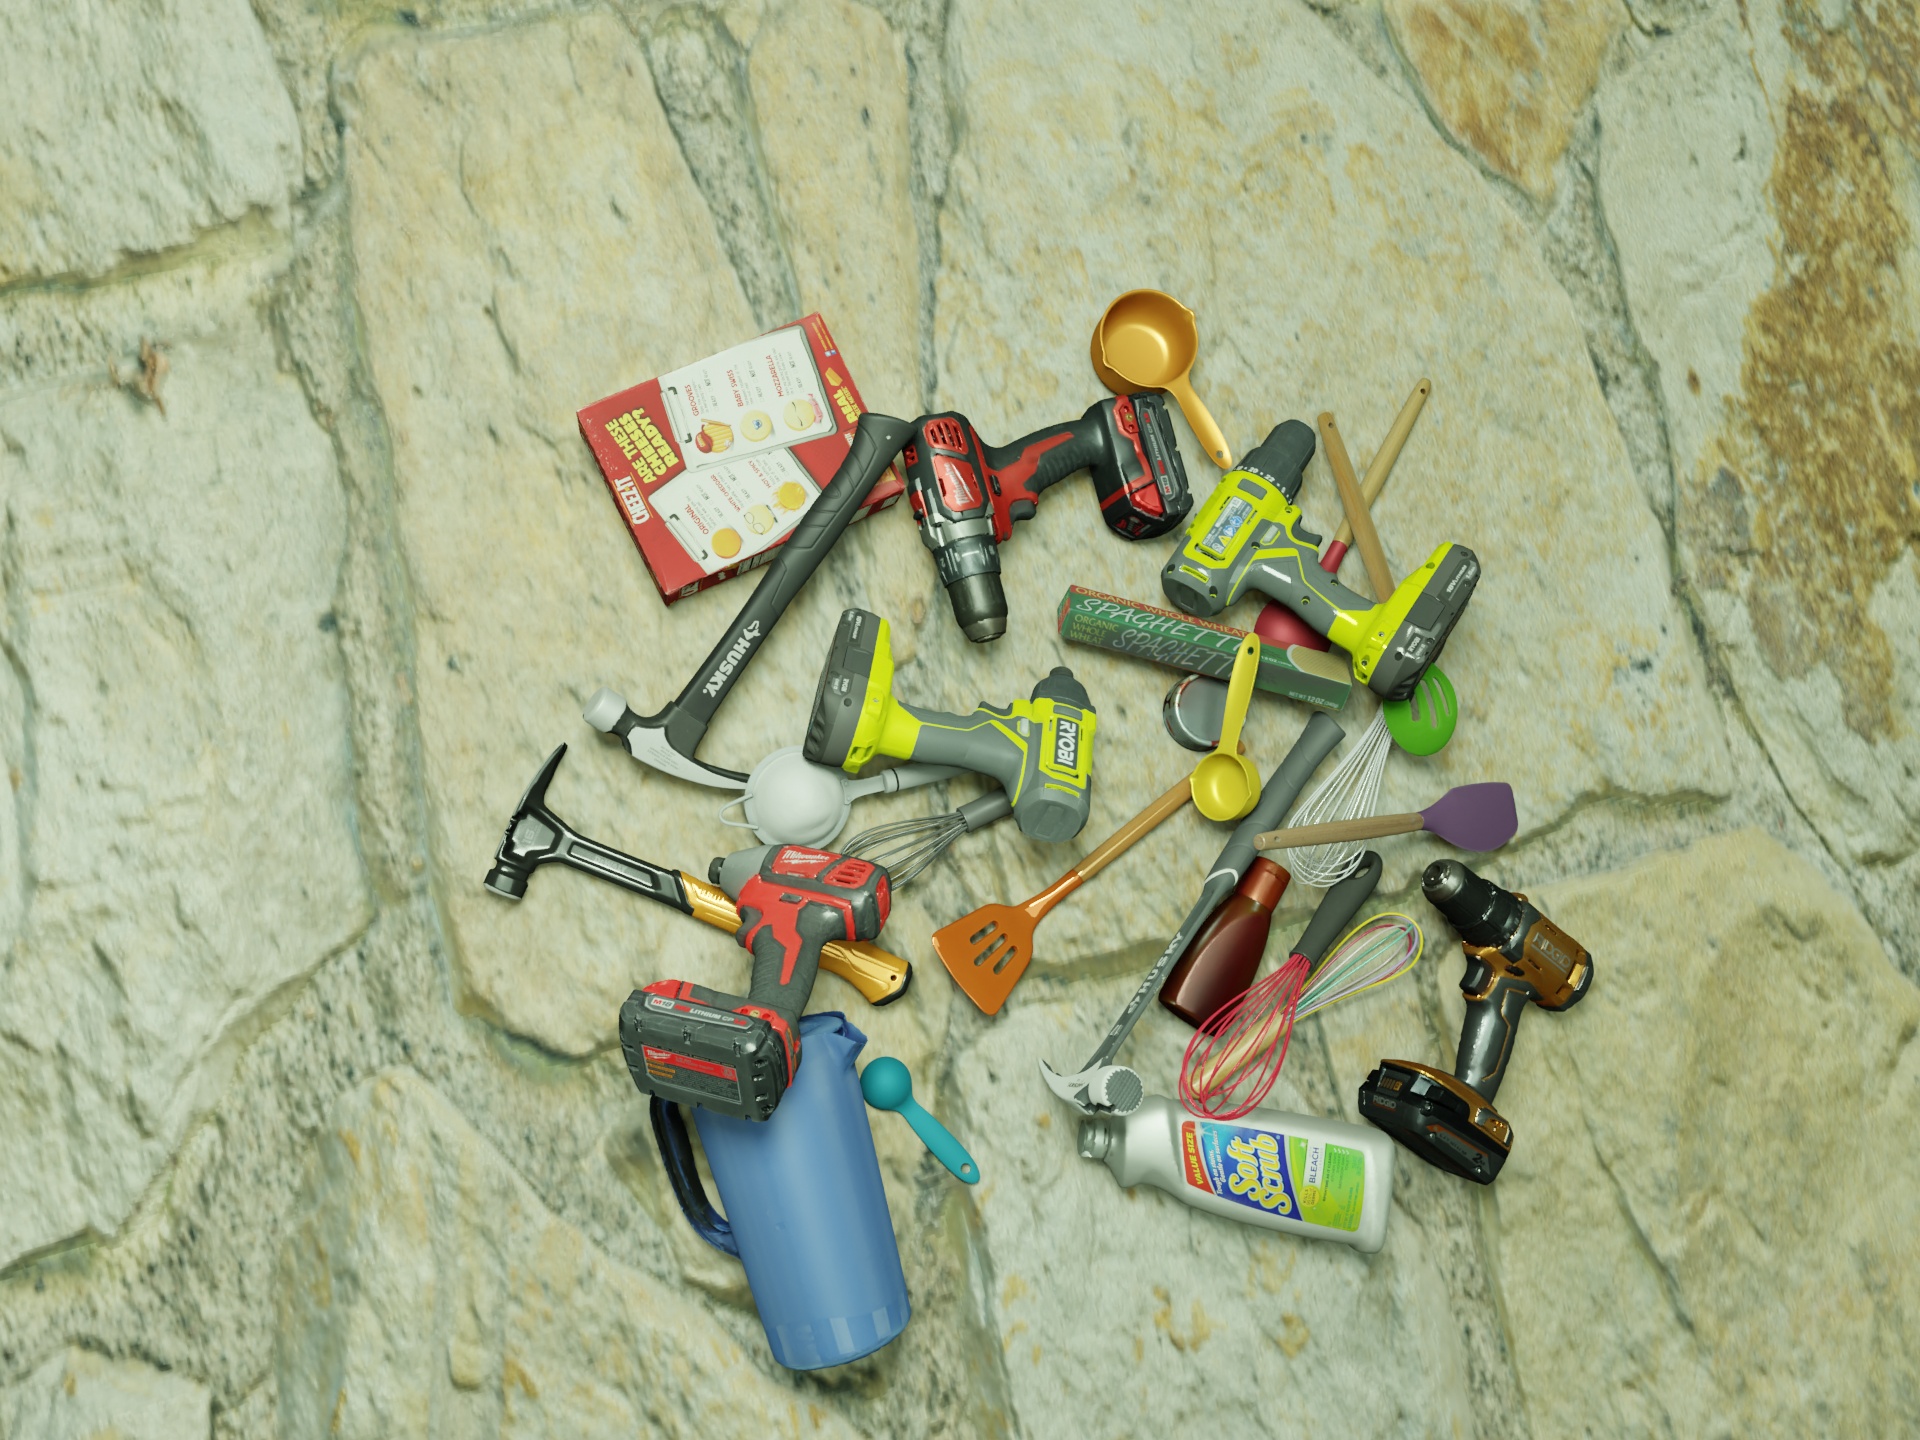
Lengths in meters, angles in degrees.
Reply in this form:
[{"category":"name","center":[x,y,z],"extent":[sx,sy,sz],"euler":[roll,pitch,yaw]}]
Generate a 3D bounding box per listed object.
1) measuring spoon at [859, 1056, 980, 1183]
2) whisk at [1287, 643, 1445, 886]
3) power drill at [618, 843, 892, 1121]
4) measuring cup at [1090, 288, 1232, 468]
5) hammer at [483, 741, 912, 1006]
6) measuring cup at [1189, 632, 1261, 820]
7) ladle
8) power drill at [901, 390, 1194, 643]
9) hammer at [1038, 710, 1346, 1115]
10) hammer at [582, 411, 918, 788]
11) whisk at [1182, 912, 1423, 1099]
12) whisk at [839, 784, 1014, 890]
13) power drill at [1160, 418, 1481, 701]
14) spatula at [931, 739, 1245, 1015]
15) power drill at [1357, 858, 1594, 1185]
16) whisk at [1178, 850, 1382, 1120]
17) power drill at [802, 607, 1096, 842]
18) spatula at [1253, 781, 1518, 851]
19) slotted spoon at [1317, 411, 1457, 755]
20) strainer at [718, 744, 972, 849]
[{"category":"measuring spoon","center":[-0.028,0.320,1.261],"extent":[0.042,0.021,0.128],"euler":[-43,90,-13]},{"category":"whisk","center":[0.356,0.020,1.361],"extent":[0.070,0.070,0.285],"euler":[33,73,-5]},{"category":"power drill","center":[-0.150,0.172,1.146],"extent":[0.143,0.078,0.220],"euler":[10,38,16]},{"category":"measuring cup","center":[0.178,-0.286,1.373],"extent":[0.095,0.052,0.173],"euler":[-32,91,-13]},{"category":"hammer","center":[-0.192,0.137,1.251],"extent":[0.337,0.034,0.127],"euler":[24,79,-7]},{"category":"measuring cup","center":[0.231,0.006,1.307],"extent":[0.029,0.062,0.156],"euler":[8,96,-46]},{"category":"ladle","center":[0.346,-0.175,1.403],"extent":[0.069,0.031,0.315],"euler":[31,76,-6]},{"category":"power drill","center":[0.072,-0.171,1.306],"extent":[0.226,0.080,0.188],"euler":[-13,84,-20]},{"category":"hammer","center":[0.200,0.147,1.292],"extent":[0.036,0.149,0.409],"euler":[42,68,-9]},{"category":"hammer","center":[-0.139,-0.098,1.239],"extent":[0.146,0.035,0.335],"euler":[35,90,-25]},{"category":"whisk","center":[0.288,0.239,1.324],"extent":[0.245,0.051,0.047],"euler":[-34,95,-10]},{"category":"whisk","center":[0.004,0.081,1.291],"extent":[0.239,0.055,0.055],"euler":[-24,87,-17]},{"category":"power drill","center":[0.307,-0.137,1.322],"extent":[0.228,0.080,0.190],"euler":[32,75,17]},{"category":"spatula","center":[0.117,0.114,1.309],"extent":[0.322,0.041,0.081],"euler":[-37,89,-14]},{"category":"power drill","center":[0.414,0.241,1.310],"extent":[0.185,0.084,0.226],"euler":[37,74,-23]},{"category":"whisk","center":[0.268,0.210,1.293],"extent":[0.073,0.073,0.296],"euler":[44,61,-2]},{"category":"power drill","center":[-0.002,-0.004,1.265],"extent":[0.223,0.080,0.171],"euler":[17,43,-8]},{"category":"spatula","center":[0.361,0.088,1.316],"extent":[0.315,0.018,0.060],"euler":[-3,82,-34]},{"category":"slotted spoon","center":[0.359,-0.122,1.364],"extent":[0.070,0.031,0.314],"euler":[-11,76,-15]},{"category":"strainer","center":[-0.064,0.049,1.271],"extent":[0.258,0.050,0.087],"euler":[-13,99,-23]}]
